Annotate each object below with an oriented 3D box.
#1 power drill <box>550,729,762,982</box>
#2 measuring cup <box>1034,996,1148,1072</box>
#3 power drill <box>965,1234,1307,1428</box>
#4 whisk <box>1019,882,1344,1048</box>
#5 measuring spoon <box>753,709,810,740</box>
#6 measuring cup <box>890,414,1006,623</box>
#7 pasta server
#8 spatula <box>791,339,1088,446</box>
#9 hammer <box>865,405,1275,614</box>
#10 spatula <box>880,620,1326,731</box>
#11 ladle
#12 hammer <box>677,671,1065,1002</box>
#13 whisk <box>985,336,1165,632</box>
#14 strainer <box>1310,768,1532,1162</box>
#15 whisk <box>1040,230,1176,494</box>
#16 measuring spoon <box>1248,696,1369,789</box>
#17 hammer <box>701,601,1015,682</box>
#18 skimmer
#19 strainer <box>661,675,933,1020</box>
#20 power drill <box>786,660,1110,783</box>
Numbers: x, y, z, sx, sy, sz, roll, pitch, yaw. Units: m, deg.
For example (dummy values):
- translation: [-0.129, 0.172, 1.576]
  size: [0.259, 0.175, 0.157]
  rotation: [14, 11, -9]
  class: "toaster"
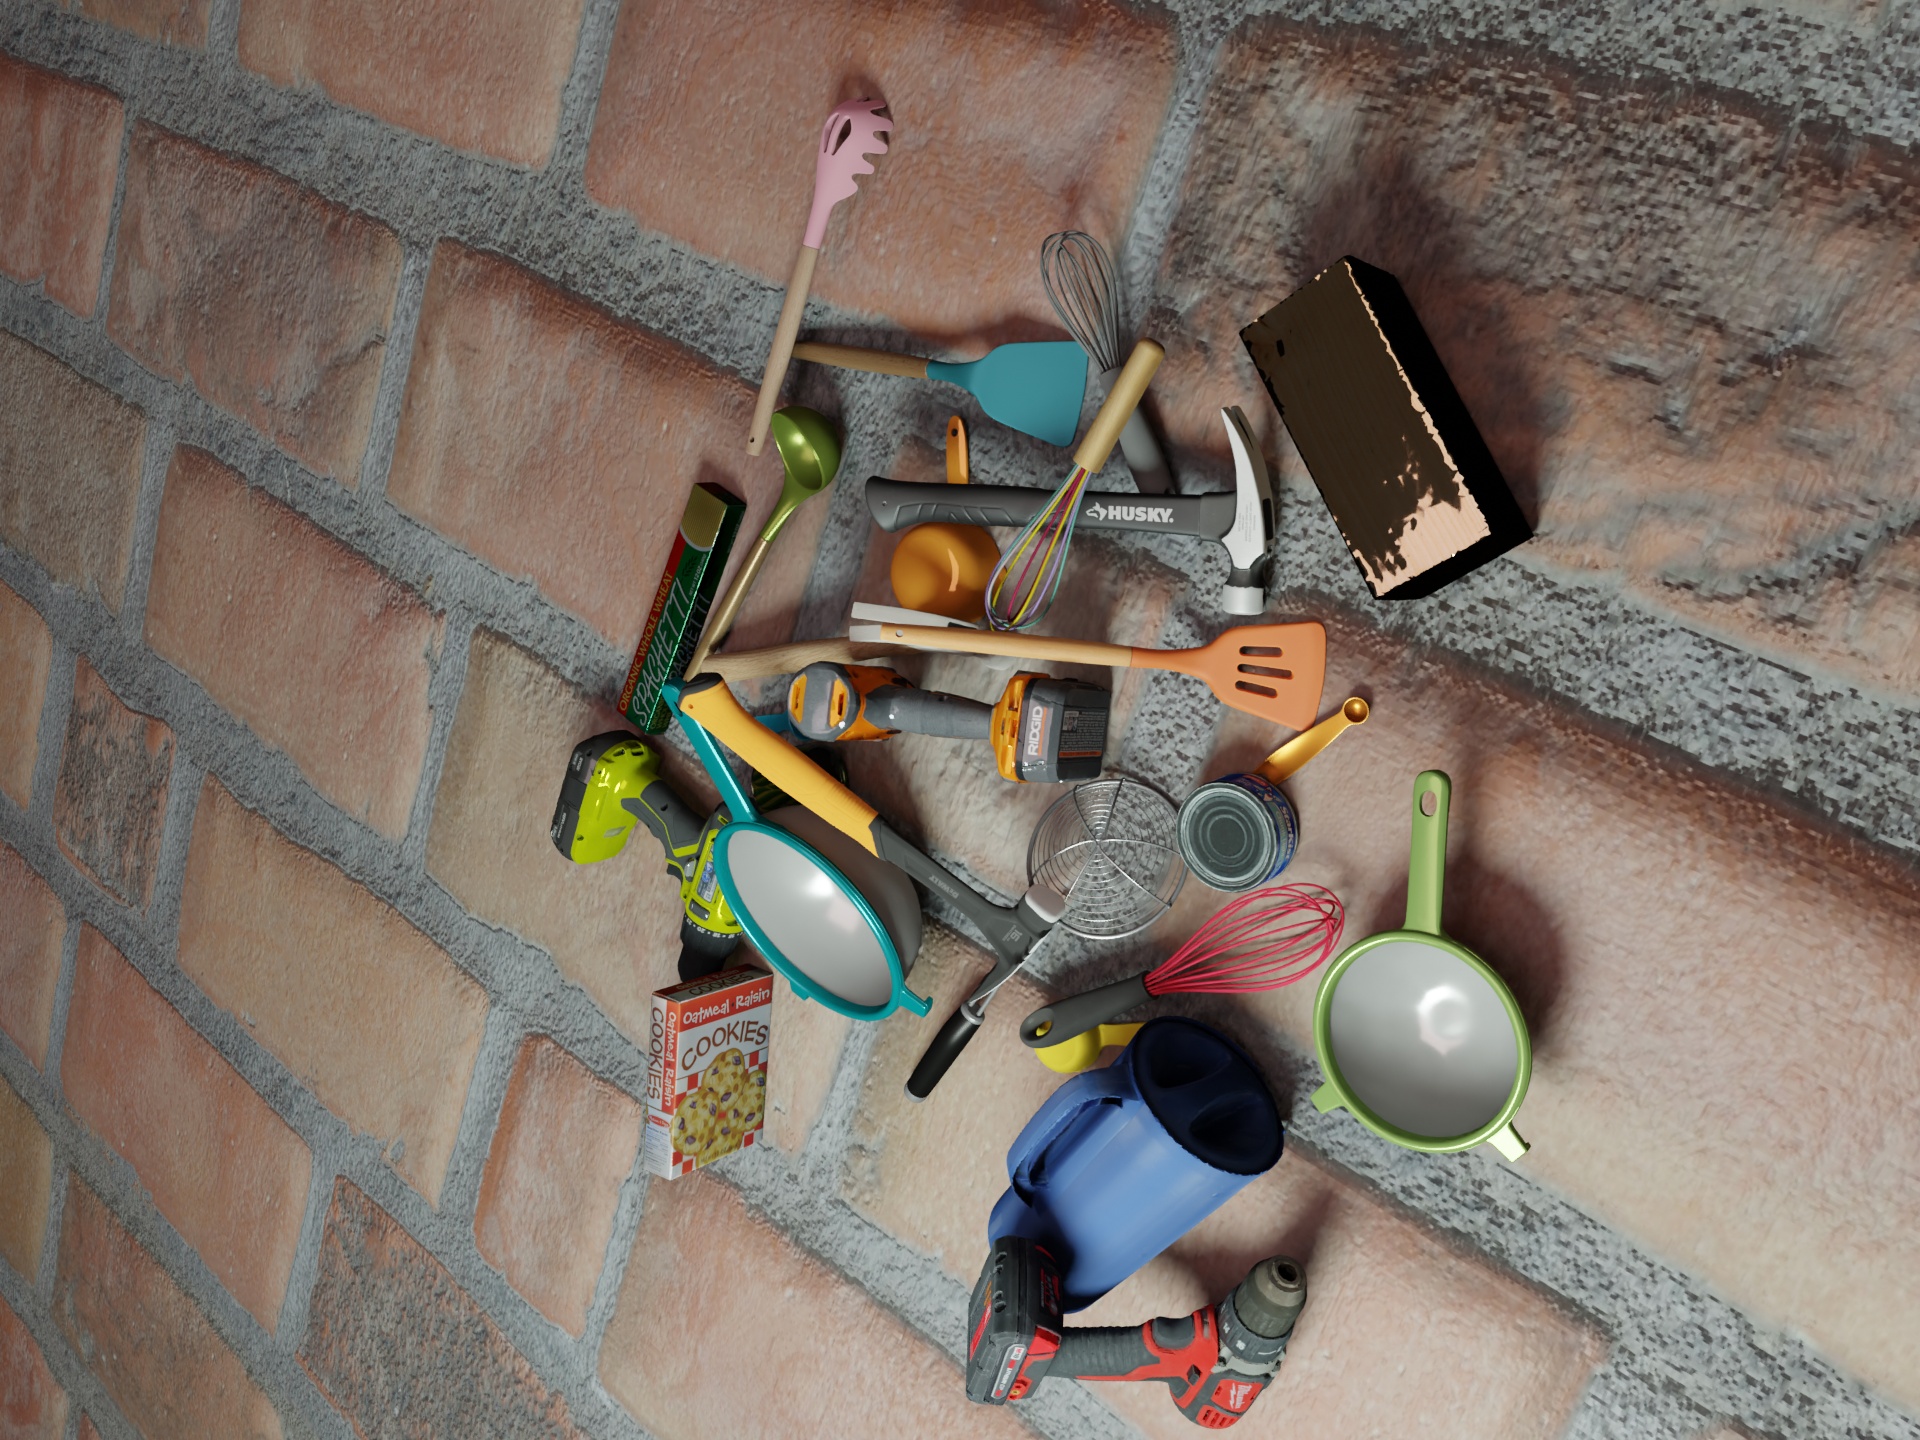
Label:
- translation: [-0.282, 0.129, 1.513]
  size: [0.229, 0.080, 0.190]
  rotation: [31, 111, 27]
  class: "power drill"
- translation: [0.122, 0.251, 1.253]
  size: [0.156, 0.029, 0.062]
  rotation: [-8, 89, 39]
  class: "measuring cup"
- translation: [0.129, 0.437, 1.151]
  size: [0.226, 0.080, 0.187]
  rotation: [10, 130, -7]
  class: "power drill"
- translation: [0.158, 0.193, 1.193]
  size: [0.296, 0.073, 0.073]
  rotation: [-29, 77, 33]
  class: "whisk"
- translation: [-0.164, 0.002, 1.454]
  size: [0.128, 0.021, 0.042]
  rotation: [-11, 89, 46]
  class: "measuring spoon"
- translation: [-0.016, -0.163, 1.303]
  size: [0.095, 0.052, 0.173]
  rotation: [4, 99, 36]
  class: "measuring cup"
- translation: [-0.131, -0.380, 1.371]
  size: [0.060, 0.040, 0.316]
  rotation: [29, 109, 31]
  class: "pasta server"
- translation: [-0.035, -0.293, 1.327]
  size: [0.318, 0.044, 0.082]
  rotation: [19, 106, 38]
  class: "spatula"
- translation: [0.074, -0.166, 1.206]
  size: [0.335, 0.035, 0.146]
  rotation: [7, 105, 28]
  class: "hammer"
- translation: [0.101, -0.049, 1.164]
  size: [0.322, 0.041, 0.081]
  rotation: [6, 99, 0]
  class: "spatula"
- translation: [-0.195, -0.144, 1.437]
  size: [0.078, 0.062, 0.320]
  rotation: [47, 121, 24]
  class: "ladle"
- translation: [-0.082, 0.080, 1.226]
  size: [0.337, 0.034, 0.127]
  rotation: [38, 130, 4]
  class: "hammer"
- translation: [0.083, -0.164, 1.156]
  size: [0.051, 0.047, 0.245]
  rotation: [30, 113, 1]
  class: "whisk"
- translation: [0.322, 0.158, 1.075]
  size: [0.151, 0.069, 0.256]
  rotation: [6, 97, 38]
  class: "strainer"
- translation: [0.117, -0.262, 1.206]
  size: [0.055, 0.055, 0.239]
  rotation: [-23, 86, 35]
  class: "whisk"
- translation: [0.251, 0.019, 1.153]
  size: [0.117, 0.011, 0.021]
  rotation: [-42, 75, 35]
  class: "measuring spoon"
- translation: [-0.114, -0.059, 1.363]
  size: [0.331, 0.130, 0.031]
  rotation: [-5, 75, 45]
  class: "hammer"
- translation: [0.057, 0.196, 1.298]
  size: [0.127, 0.090, 0.363]
  rotation: [53, 131, 27]
  class: "skimmer"
- translation: [-0.133, 0.093, 1.333]
  size: [0.211, 0.095, 0.340]
  rotation: [-5, 118, 50]
  class: "strainer"
- translation: [-0.002, -0.004, 1.259]
  size: [0.226, 0.164, 0.084]
  rotation: [8, 93, 24]
  class: "power drill"
